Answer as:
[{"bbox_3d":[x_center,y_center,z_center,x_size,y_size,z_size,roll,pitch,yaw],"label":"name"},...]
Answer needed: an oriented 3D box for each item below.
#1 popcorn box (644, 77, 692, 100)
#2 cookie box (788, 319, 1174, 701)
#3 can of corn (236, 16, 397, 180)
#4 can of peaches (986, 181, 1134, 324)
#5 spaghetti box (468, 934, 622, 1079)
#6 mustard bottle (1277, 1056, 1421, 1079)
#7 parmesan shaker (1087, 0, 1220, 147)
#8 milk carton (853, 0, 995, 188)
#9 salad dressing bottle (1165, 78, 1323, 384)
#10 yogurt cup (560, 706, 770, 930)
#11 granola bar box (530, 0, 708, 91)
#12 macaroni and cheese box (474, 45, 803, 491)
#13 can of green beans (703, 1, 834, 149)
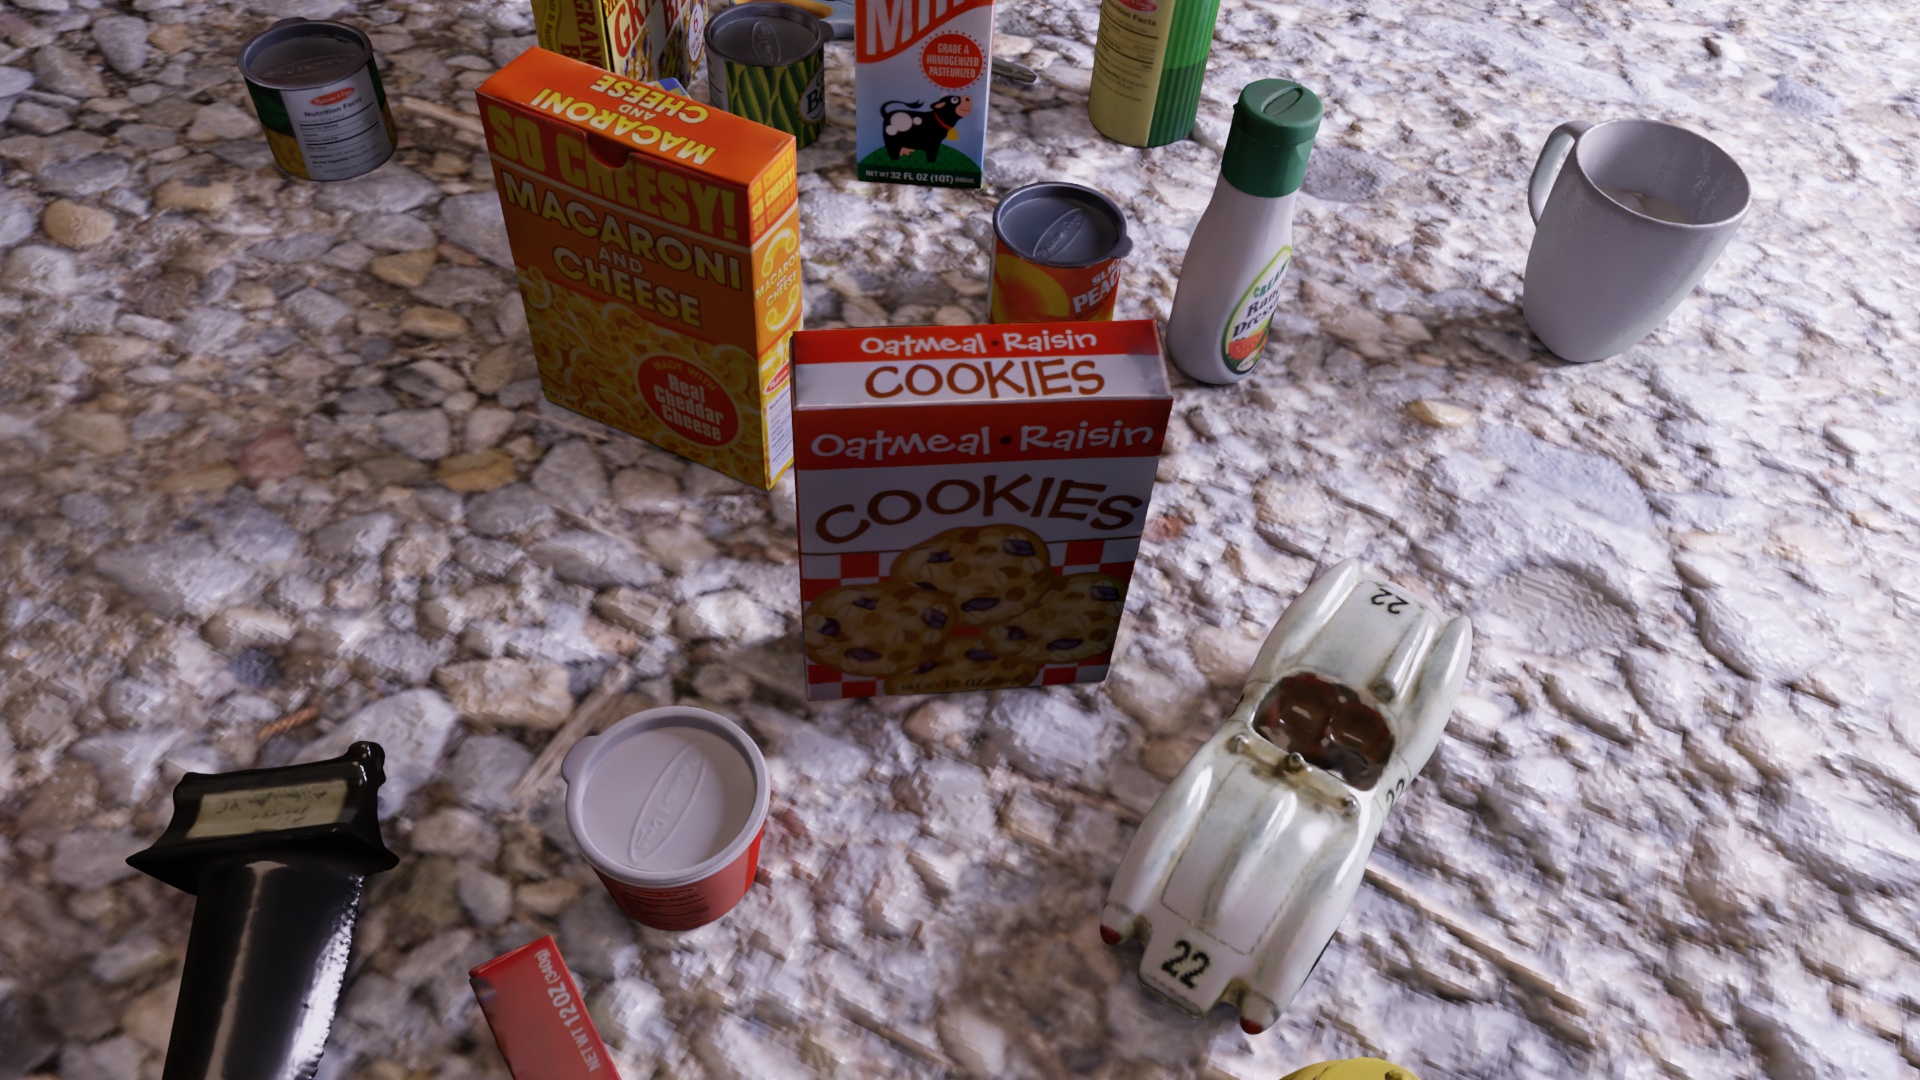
[{"bbox_3d":[-0.128,-0.154,0.676,0.038,0.084,0.127,-23,55,-21],"label":"popcorn box"},{"bbox_3d":[0.002,-0.006,0.509,0.123,0.166,0.040,-3,51,-7],"label":"cookie box"},{"bbox_3d":[-0.344,-0.238,0.747,0.071,0.058,0.071,2,50,-2],"label":"can of corn"},{"bbox_3d":[0.049,-0.134,0.690,0.071,0.057,0.071,2,50,-2],"label":"can of peaches"},{"bbox_3d":[-0.074,0.225,0.386,0.029,0.049,0.251,-25,56,-23],"label":"spaghetti box"},{"bbox_3d":[0.098,0.175,0.369,0.049,0.159,0.066,13,51,7],"label":"mustard bottle"},{"bbox_3d":[0.109,-0.288,0.794,0.071,0.102,0.072,2,50,-2],"label":"parmesan shaker"},{"bbox_3d":[-0.017,-0.285,0.725,0.072,0.189,0.074,5,50,0],"label":"milk carton"},{"bbox_3d":[0.131,-0.139,0.642,0.044,0.146,0.064,36,57,23],"label":"salad dressing bottle"},{"bbox_3d":[-0.100,0.100,0.486,0.072,0.053,0.073,2,50,-2],"label":"yogurt cup"},{"bbox_3d":[-0.179,-0.285,0.756,0.039,0.123,0.166,8,50,3],"label":"granola bar box"},{"bbox_3d":[-0.128,-0.108,0.584,0.124,0.165,0.040,22,52,14],"label":"macaroni and cheese box"},{"bbox_3d":[-0.109,-0.261,0.784,0.071,0.057,0.071,2,50,-2],"label":"can of green beans"}]
